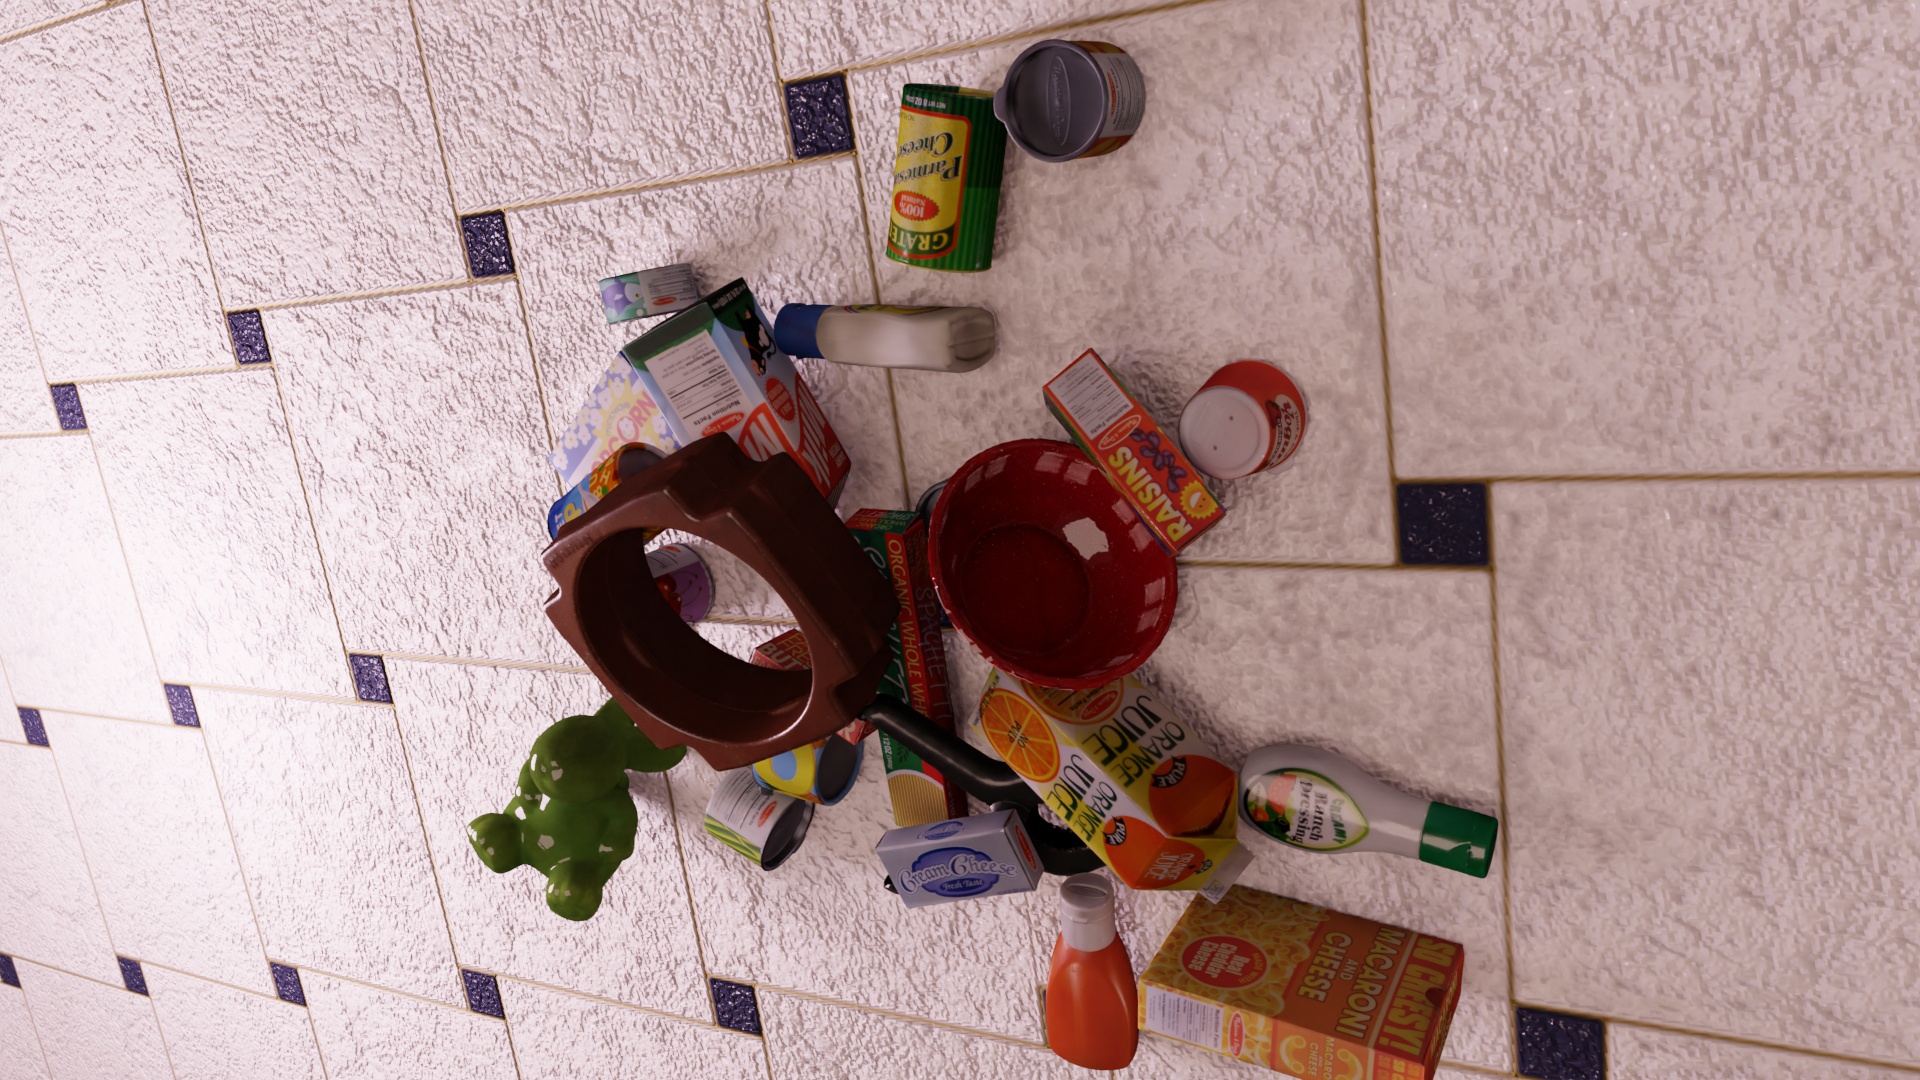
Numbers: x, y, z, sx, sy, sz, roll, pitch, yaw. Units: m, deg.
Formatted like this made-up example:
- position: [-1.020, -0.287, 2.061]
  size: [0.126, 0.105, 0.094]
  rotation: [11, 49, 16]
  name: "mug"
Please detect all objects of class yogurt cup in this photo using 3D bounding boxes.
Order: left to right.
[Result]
- position: [0.160, -0.067, 0.802]
  size: [0.072, 0.054, 0.072]
  rotation: [10, 110, 28]
  name: "yogurt cup"

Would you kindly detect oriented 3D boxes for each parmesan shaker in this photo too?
- position: [-0.010, -0.221, 0.844]
  size: [0.071, 0.071, 0.102]
  rotation: [17, 114, 25]
  name: "parmesan shaker"

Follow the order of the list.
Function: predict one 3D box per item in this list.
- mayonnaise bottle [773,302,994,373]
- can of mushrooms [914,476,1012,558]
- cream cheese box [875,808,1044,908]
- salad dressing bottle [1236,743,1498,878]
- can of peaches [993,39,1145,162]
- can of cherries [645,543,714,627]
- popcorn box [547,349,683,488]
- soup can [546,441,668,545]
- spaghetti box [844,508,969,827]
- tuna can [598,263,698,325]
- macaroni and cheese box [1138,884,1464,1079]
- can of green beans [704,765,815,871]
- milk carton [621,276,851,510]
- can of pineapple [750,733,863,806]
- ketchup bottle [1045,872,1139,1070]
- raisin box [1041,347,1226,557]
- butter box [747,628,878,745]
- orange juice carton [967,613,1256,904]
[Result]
- position: [-0.054, -0.134, 0.902]
  size: [0.148, 0.065, 0.041]
  rotation: [9, 108, 32]
  name: "mayonnaise bottle"
- position: [0.003, -0.012, 0.924]
  size: [0.071, 0.033, 0.070]
  rotation: [10, 111, 27]
  name: "can of mushrooms"
- position: [-0.001, 0.215, 0.935]
  size: [0.103, 0.024, 0.053]
  rotation: [-15, 110, 27]
  name: "cream cheese box"
- position: [0.243, 0.164, 0.835]
  size: [0.148, 0.044, 0.064]
  rotation: [11, 109, 27]
  name: "salad dressing bottle"
- position: [0.063, -0.252, 0.795]
  size: [0.071, 0.058, 0.071]
  rotation: [10, 112, 28]
  name: "can of peaches"
- position: [-0.232, 0.044, 1.063]
  size: [0.071, 0.058, 0.071]
  rotation: [10, 110, 27]
  name: "can of cherries"
- position: [-0.246, -0.075, 1.045]
  size: [0.085, 0.038, 0.126]
  rotation: [48, 123, 7]
  name: "popcorn box"
- position: [-0.246, -0.021, 0.997]
  size: [0.083, 0.071, 0.071]
  rotation: [-34, 88, 31]
  name: "soup can"
- position: [-0.036, 0.095, 0.961]
  size: [0.050, 0.029, 0.248]
  rotation: [6, 119, 28]
  name: "spaghetti box"
- position: [-0.221, -0.174, 0.982]
  size: [0.071, 0.071, 0.032]
  rotation: [-5, 103, 31]
  name: "tuna can"
- position: [0.208, 0.270, 0.842]
  size: [0.166, 0.124, 0.040]
  rotation: [8, 111, 27]
  name: "macaroni and cheese box"
- position: [-0.155, 0.211, 1.069]
  size: [0.058, 0.071, 0.071]
  rotation: [27, 118, 21]
  name: "can of green beans"
- position: [-0.138, -0.072, 0.942]
  size: [0.073, 0.073, 0.190]
  rotation: [-24, 106, 20]
  name: "milk carton"
- position: [-0.113, 0.160, 1.027]
  size: [0.058, 0.071, 0.070]
  rotation: [10, 111, 27]
  name: "can of pineapple"
- position: [0.089, 0.296, 0.951]
  size: [0.065, 0.044, 0.148]
  rotation: [6, 121, 19]
  name: "ketchup bottle"
- position: [0.102, -0.049, 0.820]
  size: [0.040, 0.086, 0.123]
  rotation: [-38, 84, 2]
  name: "raisin box"
- position: [-0.100, 0.105, 1.010]
  size: [0.103, 0.053, 0.024]
  rotation: [30, 117, 18]
  name: "butter box"
- position: [0.101, 0.143, 0.870]
  size: [0.193, 0.073, 0.071]
  rotation: [44, 142, 19]
  name: "orange juice carton"
